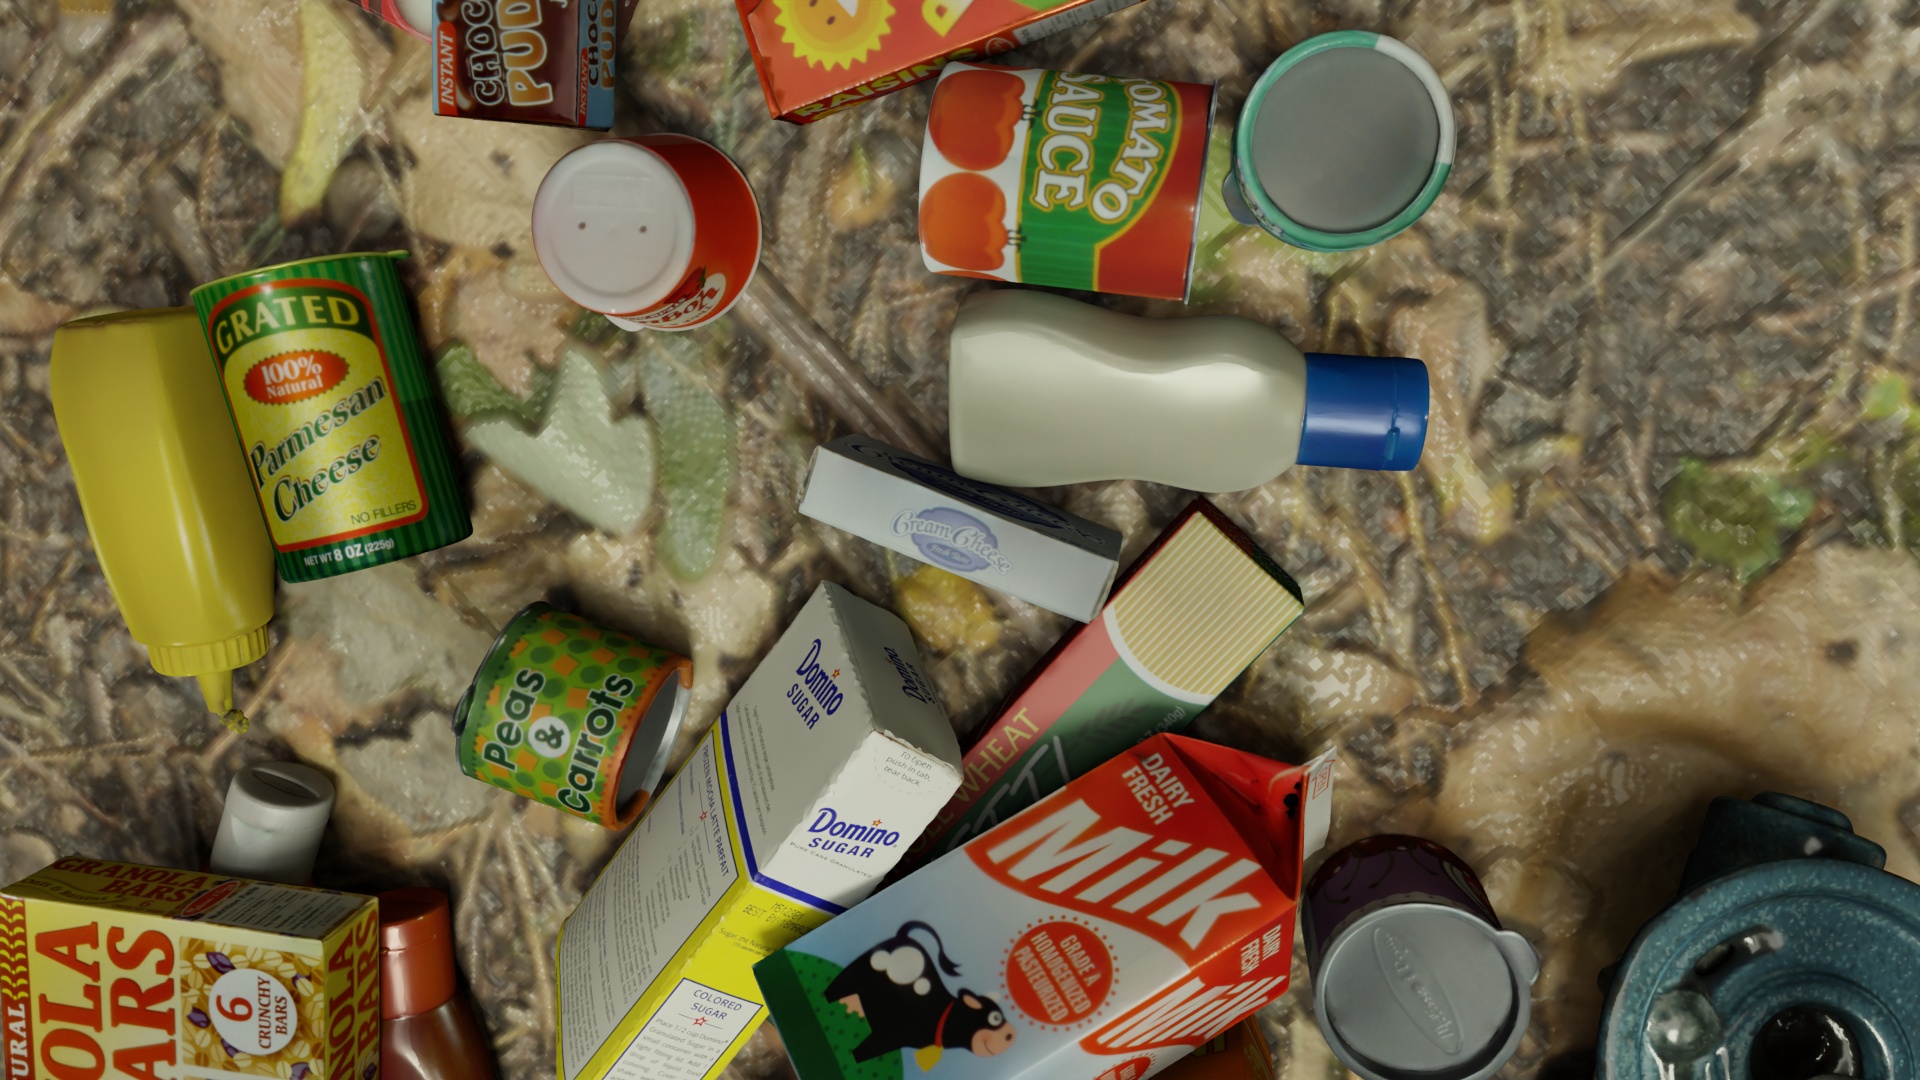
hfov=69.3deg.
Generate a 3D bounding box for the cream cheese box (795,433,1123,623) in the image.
[{"bbox_3d":[0.002,-0.006,0.463,0.104,0.053,0.024,21,101,5],"label":"cream cheese box"}]

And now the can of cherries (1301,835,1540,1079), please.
[{"bbox_3d":[0.152,0.139,0.464,0.071,0.058,0.071,2,100,9],"label":"can of cherries"}]

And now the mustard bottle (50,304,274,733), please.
[{"bbox_3d":[-0.281,-0.003,0.504,0.049,0.065,0.159,-2,104,5],"label":"mustard bottle"}]

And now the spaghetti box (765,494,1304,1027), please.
[{"bbox_3d":[0.016,0.092,0.491,0.050,0.029,0.249,42,103,0],"label":"spaghetti box"}]

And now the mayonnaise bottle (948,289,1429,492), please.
[{"bbox_3d":[0.071,-0.045,0.448,0.148,0.041,0.064,5,127,7],"label":"mayonnaise bottle"}]

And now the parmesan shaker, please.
[{"bbox_3d":[-0.213,-0.043,0.484,0.071,0.071,0.103,-12,99,11],"label":"parmesan shaker"}]

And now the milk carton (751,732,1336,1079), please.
[{"bbox_3d":[0.040,0.129,0.441,0.191,0.072,0.074,-27,52,-12],"label":"milk carton"}]

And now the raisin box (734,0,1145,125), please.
[{"bbox_3d":[-0.012,-0.192,0.438,0.123,0.040,0.086,-16,99,12],"label":"raisin box"}]

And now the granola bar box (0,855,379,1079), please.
[{"bbox_3d":[-0.278,0.204,0.507,0.124,0.039,0.165,6,101,6],"label":"granola bar box"}]

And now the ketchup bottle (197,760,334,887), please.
[{"bbox_3d":[-0.282,0.159,0.543,0.065,0.043,0.148,22,102,2],"label":"ketchup bottle"}]

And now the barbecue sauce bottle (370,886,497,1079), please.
[{"bbox_3d":[-0.212,0.212,0.542,0.065,0.044,0.148,-1,100,10],"label":"barbecue sauce bottle"}]

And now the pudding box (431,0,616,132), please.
[{"bbox_3d":[-0.134,-0.171,0.426,0.050,0.030,0.083,7,104,8],"label":"pudding box"}]

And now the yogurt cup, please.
[{"bbox_3d":[-0.106,-0.103,0.461,0.072,0.054,0.072,1,100,8],"label":"yogurt cup"}]

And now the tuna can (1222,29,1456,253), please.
[{"bbox_3d":[0.116,-0.122,0.434,0.071,0.033,0.071,2,100,8],"label":"tuna can"}]

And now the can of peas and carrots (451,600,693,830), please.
[{"bbox_3d":[-0.134,0.062,0.488,0.059,0.071,0.070,20,103,4],"label":"can of peas and carrots"}]

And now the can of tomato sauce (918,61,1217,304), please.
[{"bbox_3d":[0.034,-0.112,0.430,0.083,0.071,0.071,8,102,8],"label":"can of tomato sauce"}]

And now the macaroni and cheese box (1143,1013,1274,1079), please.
[{"bbox_3d":[0.040,0.210,0.439,0.123,0.167,0.040,-22,97,12],"label":"macaroni and cheese box"}]
